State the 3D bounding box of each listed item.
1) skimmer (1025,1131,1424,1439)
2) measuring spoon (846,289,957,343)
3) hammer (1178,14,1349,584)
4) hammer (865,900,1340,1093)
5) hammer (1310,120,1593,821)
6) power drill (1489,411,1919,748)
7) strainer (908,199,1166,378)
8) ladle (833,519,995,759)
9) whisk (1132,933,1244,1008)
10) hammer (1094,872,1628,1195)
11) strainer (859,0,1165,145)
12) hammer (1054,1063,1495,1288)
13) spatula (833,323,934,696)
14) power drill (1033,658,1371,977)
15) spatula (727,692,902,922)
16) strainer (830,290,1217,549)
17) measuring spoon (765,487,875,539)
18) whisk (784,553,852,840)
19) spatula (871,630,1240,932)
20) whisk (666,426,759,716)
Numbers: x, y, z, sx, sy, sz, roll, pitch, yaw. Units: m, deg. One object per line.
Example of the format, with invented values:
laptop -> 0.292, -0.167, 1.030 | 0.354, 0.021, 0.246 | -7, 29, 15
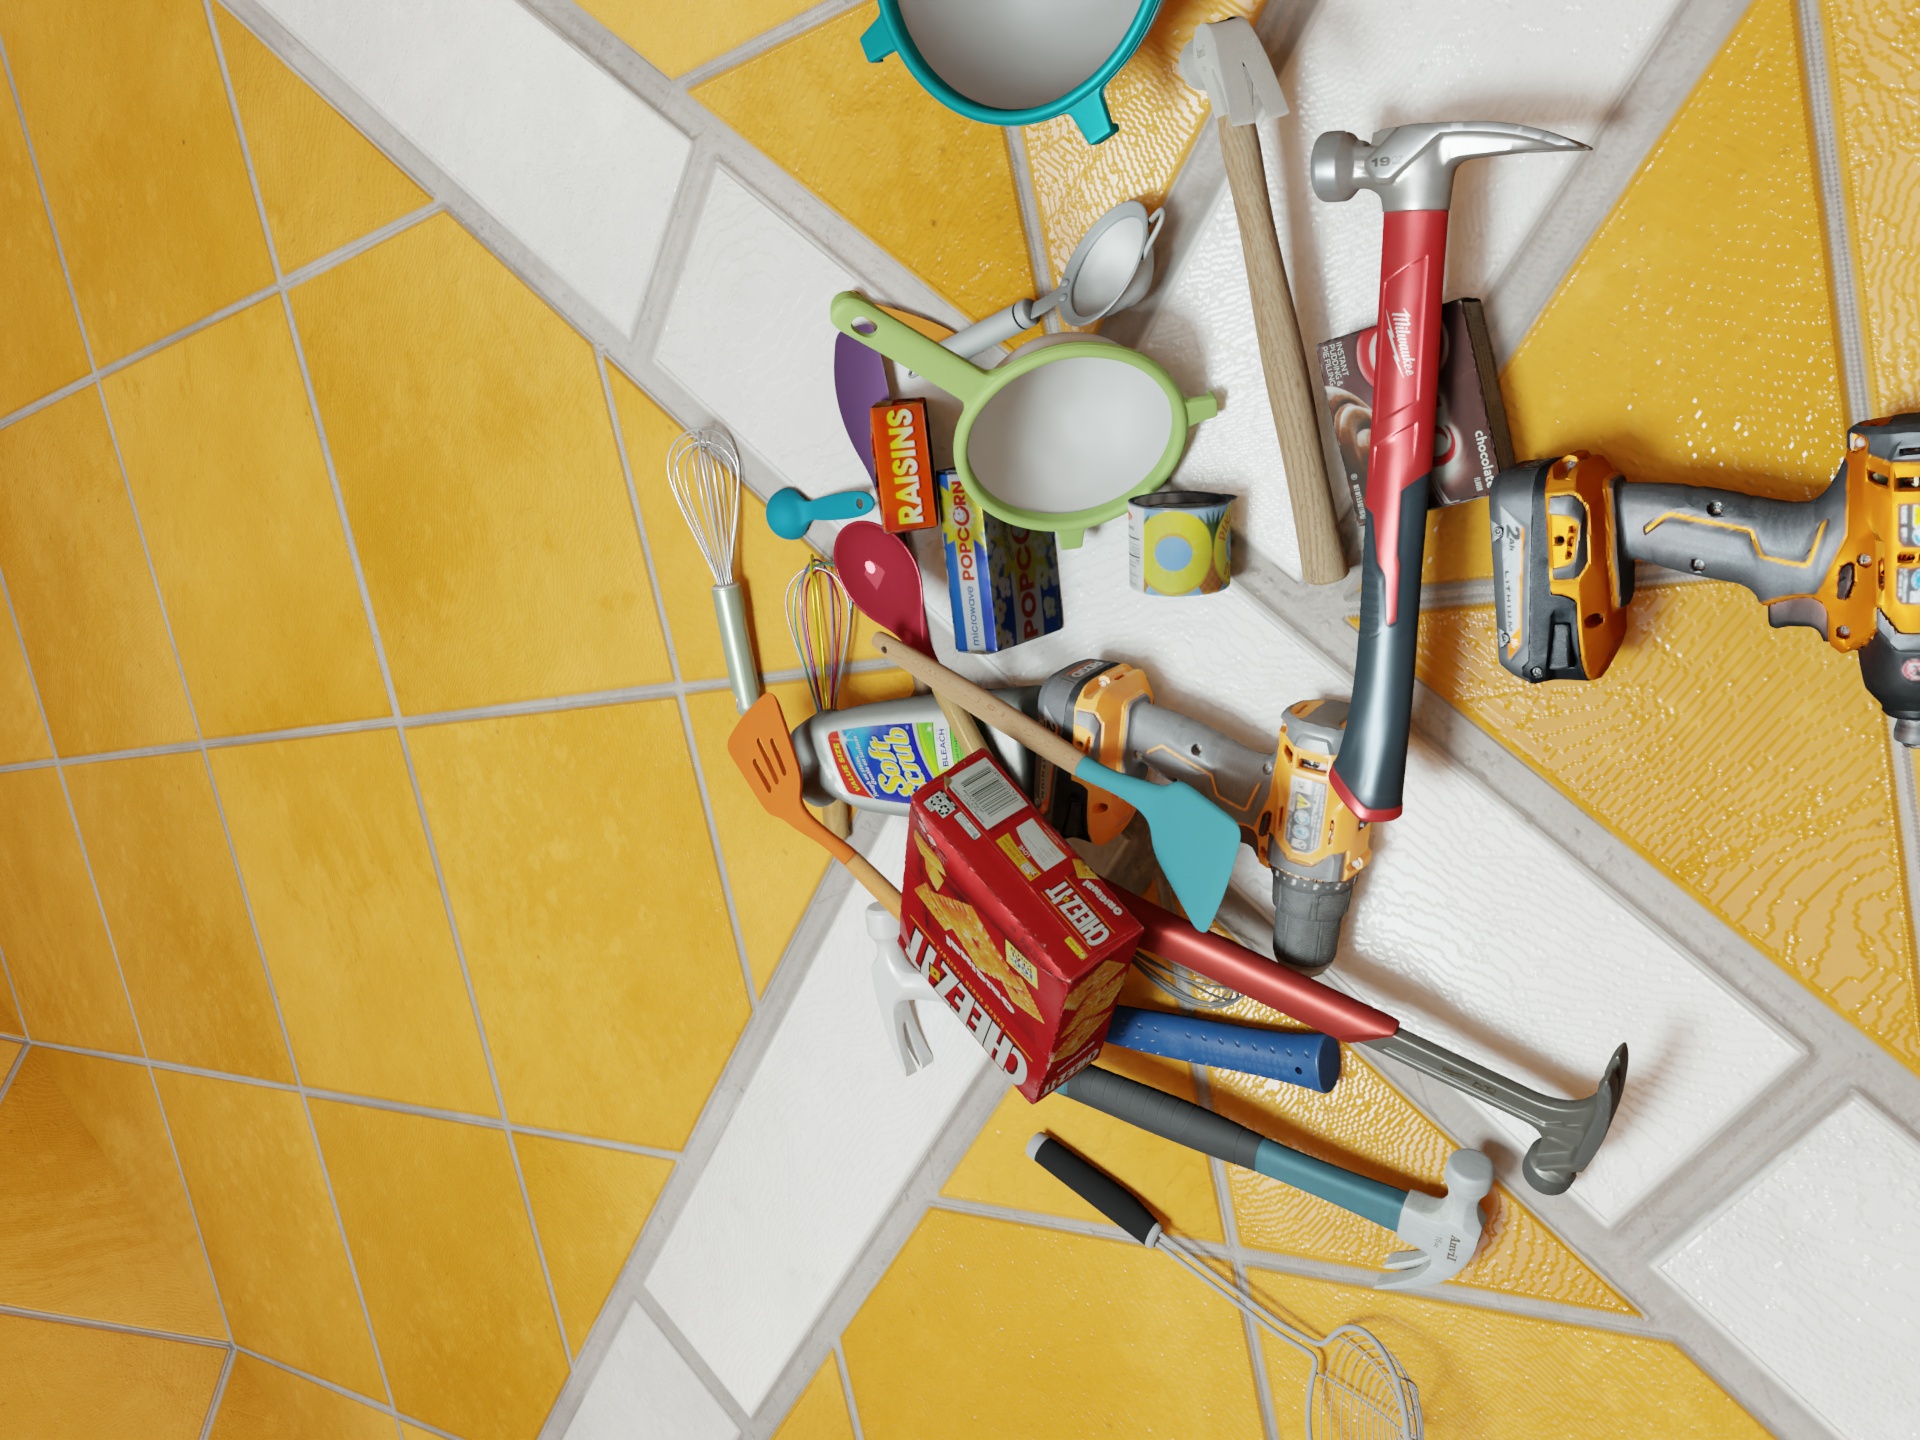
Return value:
skimmer -> 0.175, 0.422, 1.153 | 0.364, 0.090, 0.127 | 31, 118, 29
measuring spoon -> -0.039, -0.288, 1.155 | 0.117, 0.011, 0.021 | 28, 124, 26
hammer -> 0.185, -0.240, 0.936 | 0.031, 0.130, 0.331 | -14, 106, 3
hammer -> 0.091, 0.228, 1.198 | 0.406, 0.035, 0.144 | 3, 106, 39
hammer -> 0.259, -0.128, 0.887 | 0.143, 0.038, 0.386 | 10, 108, 34
power drill -> 0.399, -0.068, 0.819 | 0.226, 0.084, 0.164 | 1, 105, 35
strainer -> 0.052, -0.274, 1.060 | 0.258, 0.050, 0.087 | -14, 58, 45
ladle -> -0.002, -0.004, 1.115 | 0.069, 0.031, 0.315 | -37, 75, 39
whisk -> 0.110, 0.151, 1.153 | 0.239, 0.055, 0.055 | 20, 116, 39
hammer -> 0.227, 0.175, 1.002 | 0.359, 0.037, 0.149 | 24, 145, 23
strainer -> 0.071, -0.524, 0.931 | 0.211, 0.095, 0.340 | 30, 120, 25
hammer -> 0.195, 0.294, 1.103 | 0.331, 0.033, 0.128 | 17, 125, 28
spatula -> -0.051, -0.139, 1.205 | 0.060, 0.018, 0.316 | -1, 104, 47
power drill -> 0.163, 0.062, 1.059 | 0.226, 0.084, 0.185 | 15, 115, 31
spatula -> -0.061, 0.117, 1.210 | 0.322, 0.041, 0.081 | 45, 132, 1
strainer -> 0.025, -0.216, 1.005 | 0.151, 0.256, 0.069 | -43, 37, 34
measuring spoon -> -0.113, -0.163, 1.236 | 0.129, 0.021, 0.042 | 0, 105, 48
whisk -> -0.107, -0.016, 1.284 | 0.047, 0.051, 0.244 | 29, 128, 54
spatula -> 0.053, 0.019, 1.039 | 0.318, 0.044, 0.082 | 32, 127, 28
whisk -> -0.195, -0.119, 1.317 | 0.058, 0.059, 0.246 | -139, 38, -70
